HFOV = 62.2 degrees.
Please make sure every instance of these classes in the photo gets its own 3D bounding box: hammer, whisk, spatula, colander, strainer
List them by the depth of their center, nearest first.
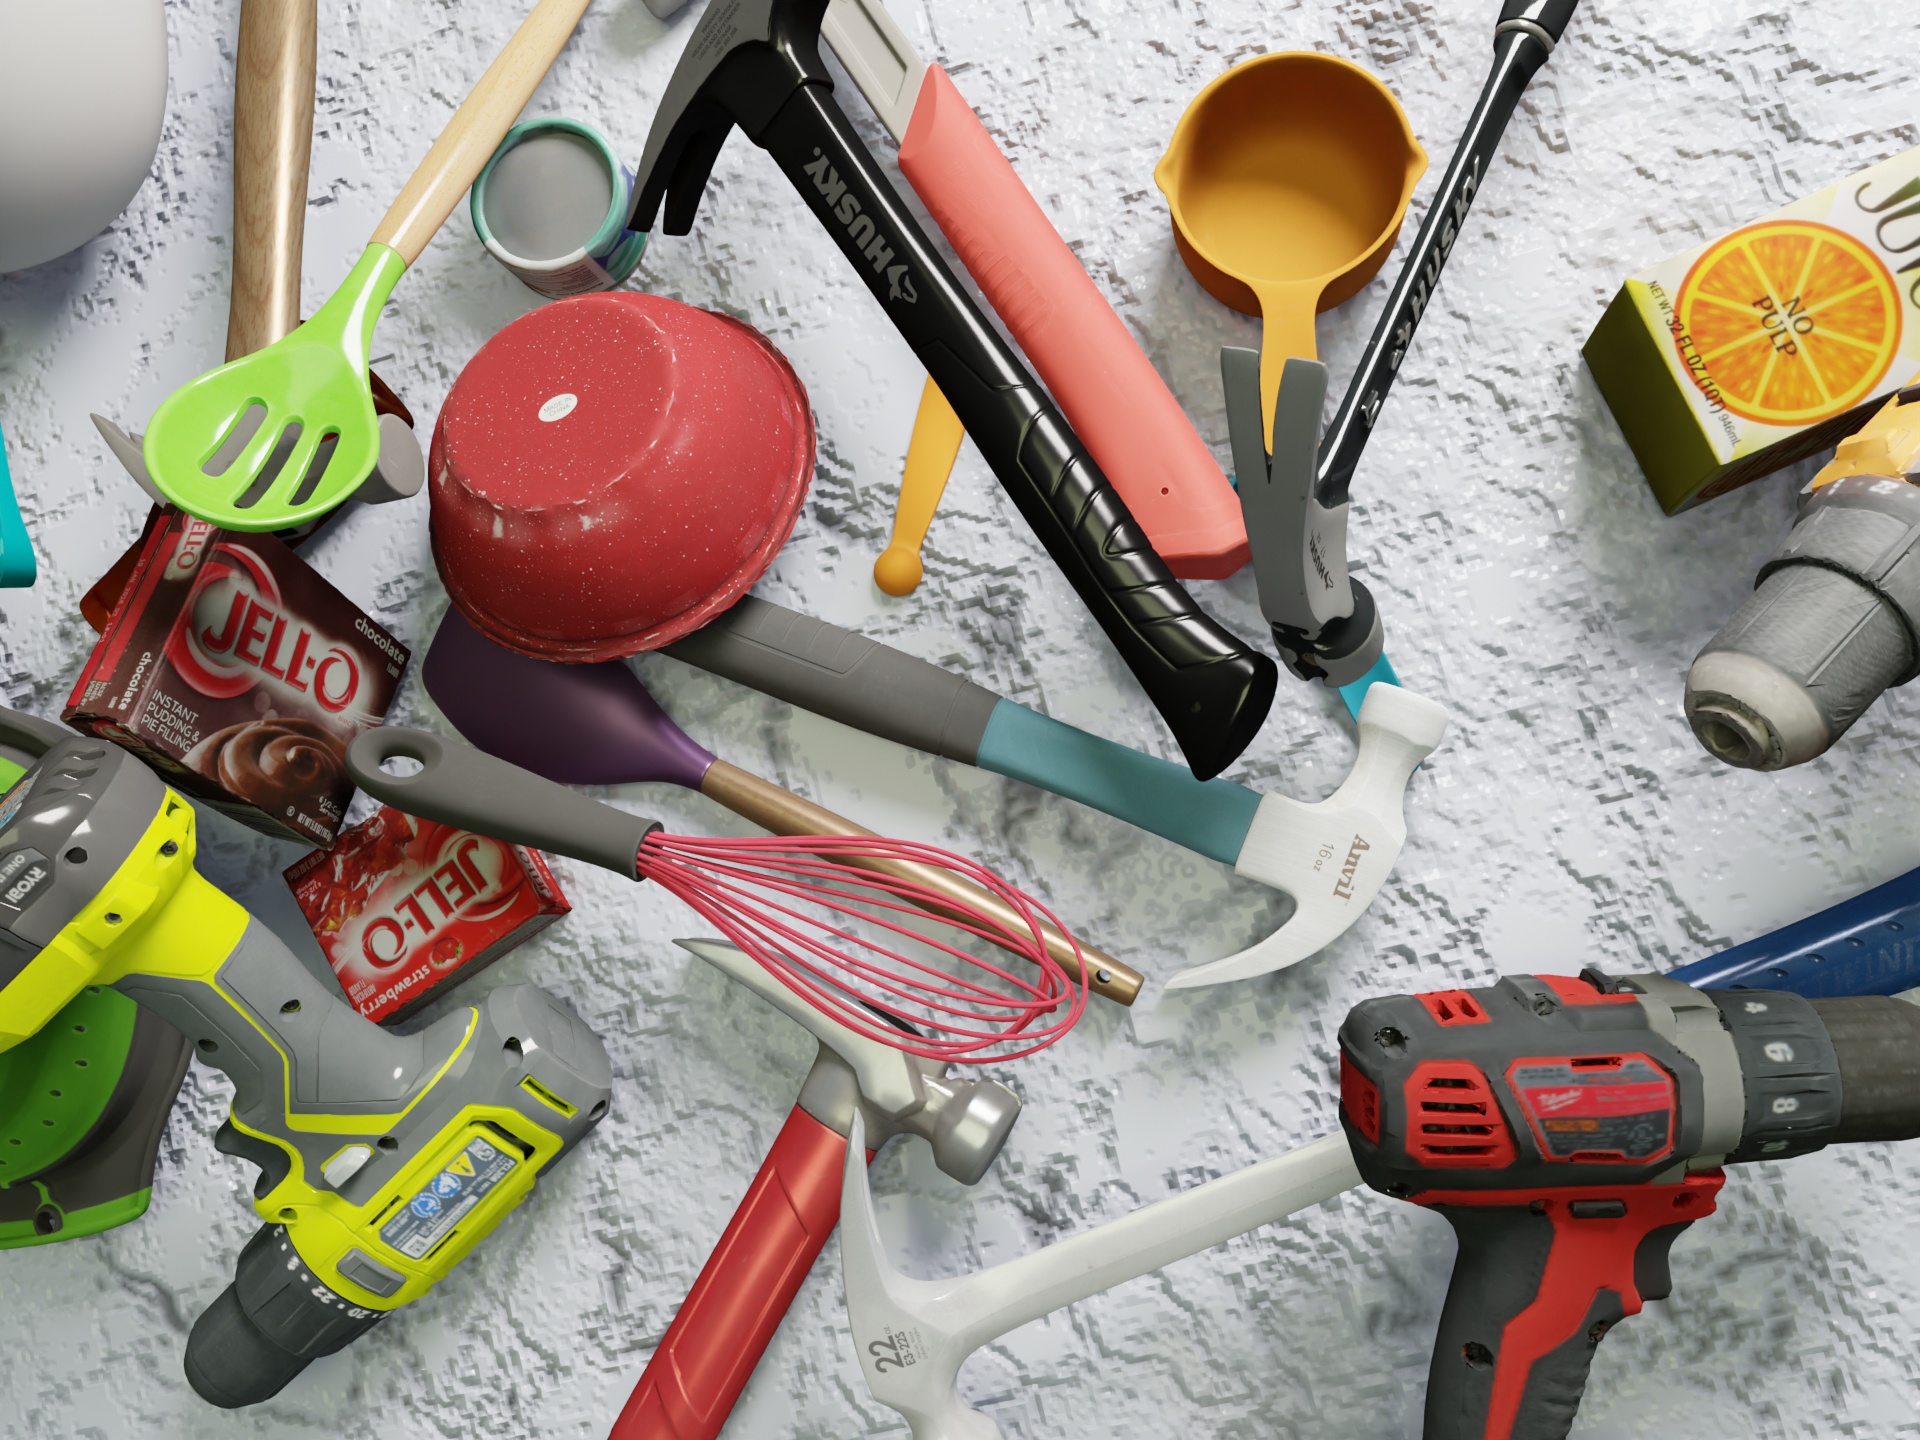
[{"bbox_3d":[0.150,0.133,0.533,0.405,0.035,0.144,-23,99,2],"label":"hammer"},{"bbox_3d":[0.181,-0.218,0.534,0.036,0.149,0.409,18,74,28],"label":"hammer"},{"bbox_3d":[0.000,-0.123,0.564,0.146,0.035,0.335,-40,78,32],"label":"hammer"},{"bbox_3d":[-0.095,0.053,0.570,0.296,0.073,0.073,17,87,14],"label":"whisk"},{"bbox_3d":[-0.131,0.271,0.586,0.143,0.038,0.386,29,89,13],"label":"hammer"},{"bbox_3d":[-0.001,-0.002,0.593,0.331,0.033,0.128,21,91,13],"label":"hammer"},{"bbox_3d":[0.011,-0.208,0.606,0.149,0.036,0.359,-33,76,5],"label":"hammer"},{"bbox_3d":[-0.423,0.019,0.607,0.204,0.094,0.397,-14,88,16],"label":"colander"},{"bbox_3d":[-0.075,0.034,0.612,0.316,0.018,0.060,25,93,13],"label":"spatula"},{"bbox_3d":[-0.364,-0.214,0.633,0.211,0.095,0.340,-24,77,43],"label":"strainer"},{"bbox_3d":[-0.279,-0.225,0.640,0.130,0.031,0.331,-11,71,15],"label":"hammer"}]

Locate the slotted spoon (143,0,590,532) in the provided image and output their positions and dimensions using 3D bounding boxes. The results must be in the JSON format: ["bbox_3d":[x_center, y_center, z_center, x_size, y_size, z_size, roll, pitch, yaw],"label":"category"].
[{"bbox_3d":[-0.199,-0.188,0.591,0.070,0.031,0.314,22,60,-4],"label":"slotted spoon"}]

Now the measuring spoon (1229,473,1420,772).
[{"bbox_3d":[0.138,-0.039,0.587,0.042,0.021,0.128,-26,89,17],"label":"measuring spoon"}]

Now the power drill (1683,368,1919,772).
[{"bbox_3d":[0.323,0.005,0.463,0.185,0.084,0.226,-42,100,-13],"label":"power drill"}]

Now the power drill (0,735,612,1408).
[{"bbox_3d":[-0.265,0.133,0.558,0.190,0.080,0.228,-44,117,3],"label":"power drill"}]

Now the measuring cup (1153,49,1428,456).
[{"bbox_3d":[0.120,-0.151,0.583,0.095,0.052,0.174,0,86,10],"label":"measuring cup"}]

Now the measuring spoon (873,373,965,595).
[{"bbox_3d":[-0.012,-0.105,0.619,0.021,0.011,0.117,15,87,11],"label":"measuring spoon"}]

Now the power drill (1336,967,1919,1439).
[{"bbox_3d":[0.213,0.187,0.488,0.188,0.080,0.226,-3,96,-1],"label":"power drill"}]
